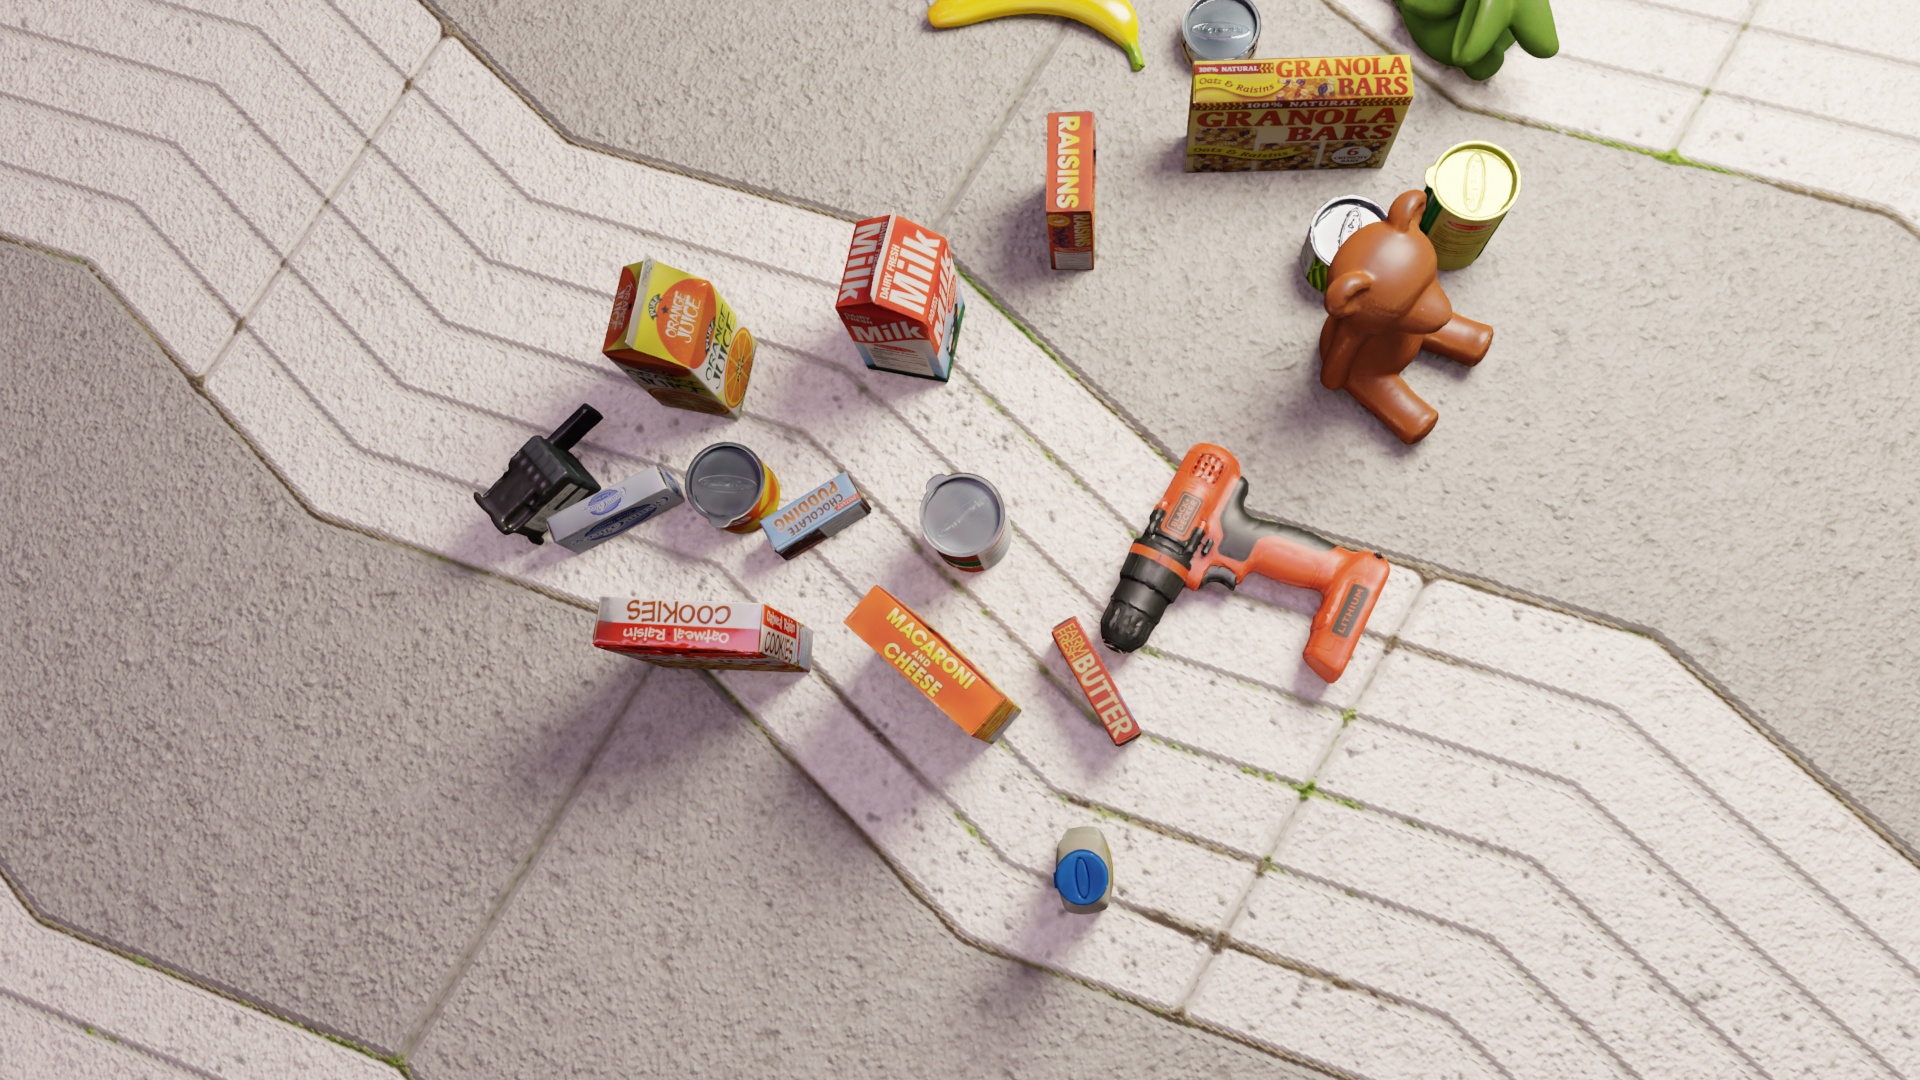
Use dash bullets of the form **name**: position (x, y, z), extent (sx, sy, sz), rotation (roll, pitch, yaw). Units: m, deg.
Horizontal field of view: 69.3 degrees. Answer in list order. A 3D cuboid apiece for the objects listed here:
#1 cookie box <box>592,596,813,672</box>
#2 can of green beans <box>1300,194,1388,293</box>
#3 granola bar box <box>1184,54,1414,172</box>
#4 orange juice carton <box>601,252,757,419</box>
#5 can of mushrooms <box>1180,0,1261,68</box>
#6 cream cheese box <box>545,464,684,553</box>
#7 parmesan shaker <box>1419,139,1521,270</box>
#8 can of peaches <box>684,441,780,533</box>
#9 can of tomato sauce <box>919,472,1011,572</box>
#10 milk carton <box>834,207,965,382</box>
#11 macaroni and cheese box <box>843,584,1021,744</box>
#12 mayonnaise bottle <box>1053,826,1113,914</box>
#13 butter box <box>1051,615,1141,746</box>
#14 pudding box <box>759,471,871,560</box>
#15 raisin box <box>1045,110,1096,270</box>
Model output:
- **cookie box**: position (-0.191, 0.075, 1.063), extent (0.123, 0.167, 0.040), rotation (2, 80, 7)
- **can of green beans**: position (0.313, -0.238, 1.126), extent (0.071, 0.057, 0.071), rotation (-1, 79, 6)
- **granola bar box**: position (0.267, -0.342, 1.118), extent (0.165, 0.124, 0.039), rotation (0, 80, 6)
- **orange juice carton**: position (-0.225, -0.159, 1.099), extent (0.073, 0.192, 0.072), rotation (10, 81, 8)
- **can of mushrooms**: position (0.222, -0.434, 1.187), extent (0.071, 0.033, 0.071), rotation (-1, 79, 6)
- **cream cheese box**: position (-0.285, -0.025, 1.151), extent (0.104, 0.053, 0.024), rotation (-26, 78, 1)
- **parmesan shaker**: position (0.393, -0.264, 1.100), extent (0.071, 0.103, 0.071), rotation (-1, 79, 6)
- **can of peaches**: position (-0.186, -0.040, 1.141), extent (0.071, 0.058, 0.071), rotation (-1, 79, 6)
- **can of tomato sauce**: position (0.004, -0.014, 1.103), extent (0.071, 0.083, 0.071), rotation (-1, 79, 6)
- **milk carton**: position (-0.047, -0.190, 1.087), extent (0.073, 0.190, 0.072), rotation (11, 81, 8)
- **macaroni and cheese box**: position (-0.017, 0.095, 1.041), extent (0.124, 0.166, 0.040), rotation (41, 86, 12)
- **mayonnaise bottle**: position (0.090, 0.242, 1.010), extent (0.041, 0.148, 0.065), rotation (-7, 79, 5)
- **butter box**: position (0.106, 0.111, 1.083), extent (0.024, 0.053, 0.103), rotation (-29, 78, 0)
- **pudding box**: position (-0.118, -0.019, 1.134), extent (0.084, 0.049, 0.030), rotation (-31, 78, 0)
- **raisin box**: position (0.091, -0.280, 1.125), extent (0.040, 0.123, 0.086), rotation (1, 80, 6)
